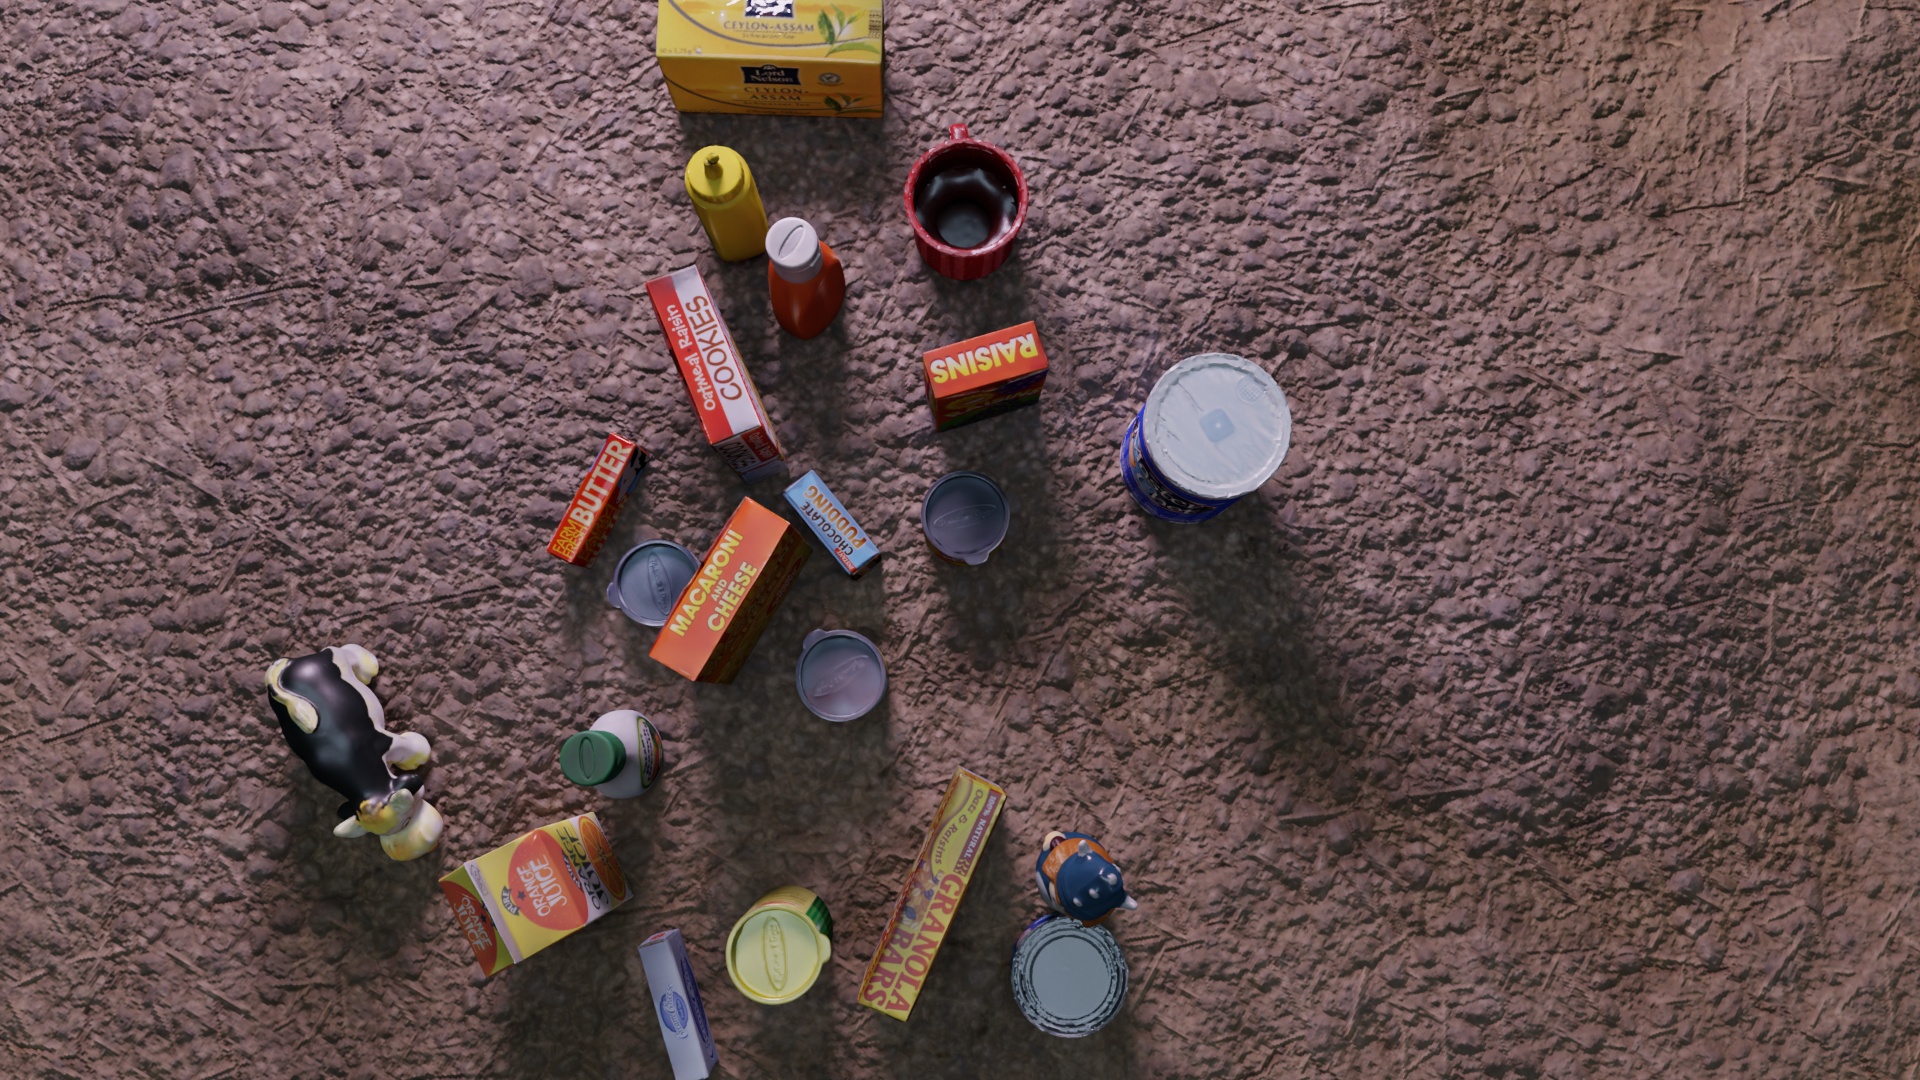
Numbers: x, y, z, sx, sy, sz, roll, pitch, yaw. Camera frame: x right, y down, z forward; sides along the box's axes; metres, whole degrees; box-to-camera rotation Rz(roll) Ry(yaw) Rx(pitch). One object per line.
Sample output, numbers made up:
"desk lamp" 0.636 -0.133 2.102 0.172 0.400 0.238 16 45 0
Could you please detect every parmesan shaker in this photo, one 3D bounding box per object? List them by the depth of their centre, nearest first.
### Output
"parmesan shaker" -0.124 0.285 0.988 0.071 0.103 0.071 0 83 -1

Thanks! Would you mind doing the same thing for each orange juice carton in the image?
"orange juice carton" -0.290 0.240 0.946 0.073 0.192 0.072 -28 84 -4

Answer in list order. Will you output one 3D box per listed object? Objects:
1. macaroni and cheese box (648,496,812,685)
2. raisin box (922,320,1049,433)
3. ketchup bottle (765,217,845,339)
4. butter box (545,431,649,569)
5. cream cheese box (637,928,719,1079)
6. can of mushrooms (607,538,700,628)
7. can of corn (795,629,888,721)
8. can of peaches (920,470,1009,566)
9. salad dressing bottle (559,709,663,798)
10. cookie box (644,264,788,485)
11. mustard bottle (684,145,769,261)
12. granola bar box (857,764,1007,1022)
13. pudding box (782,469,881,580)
"macaroni and cheese box" -0.160 0.041 0.988 0.040 0.166 0.124 30 84 3
"raisin box" 0.017 -0.119 1.033 0.086 0.123 0.040 -16 84 -3
"ketchup bottle" -0.116 -0.196 1.028 0.043 0.148 0.065 32 84 3
"butter box" -0.273 -0.029 1.052 0.024 0.053 0.103 27 83 2
"cream cheese box" -0.203 0.336 1.005 0.024 0.053 0.104 -18 83 -3
"can of mushrooms" -0.230 0.034 1.054 0.071 0.033 0.071 0 83 -1
"can of corn" -0.089 0.099 1.035 0.071 0.058 0.071 0 83 -1
"can of peaches" 0.004 -0.013 1.052 0.071 0.058 0.071 0 83 -1
"salad dressing bottle" -0.246 0.152 0.981 0.044 0.147 0.064 -5 83 -1
"cookie box" -0.174 -0.114 1.007 0.040 0.167 0.123 -23 84 -3
"mustard bottle" -0.175 -0.256 1.029 0.049 0.160 0.065 -20 84 -3
"granola bar box" -0.018 0.245 0.984 0.039 0.124 0.165 24 83 2
"pudding box" -0.097 -0.011 1.054 0.030 0.049 0.084 -39 85 -5
